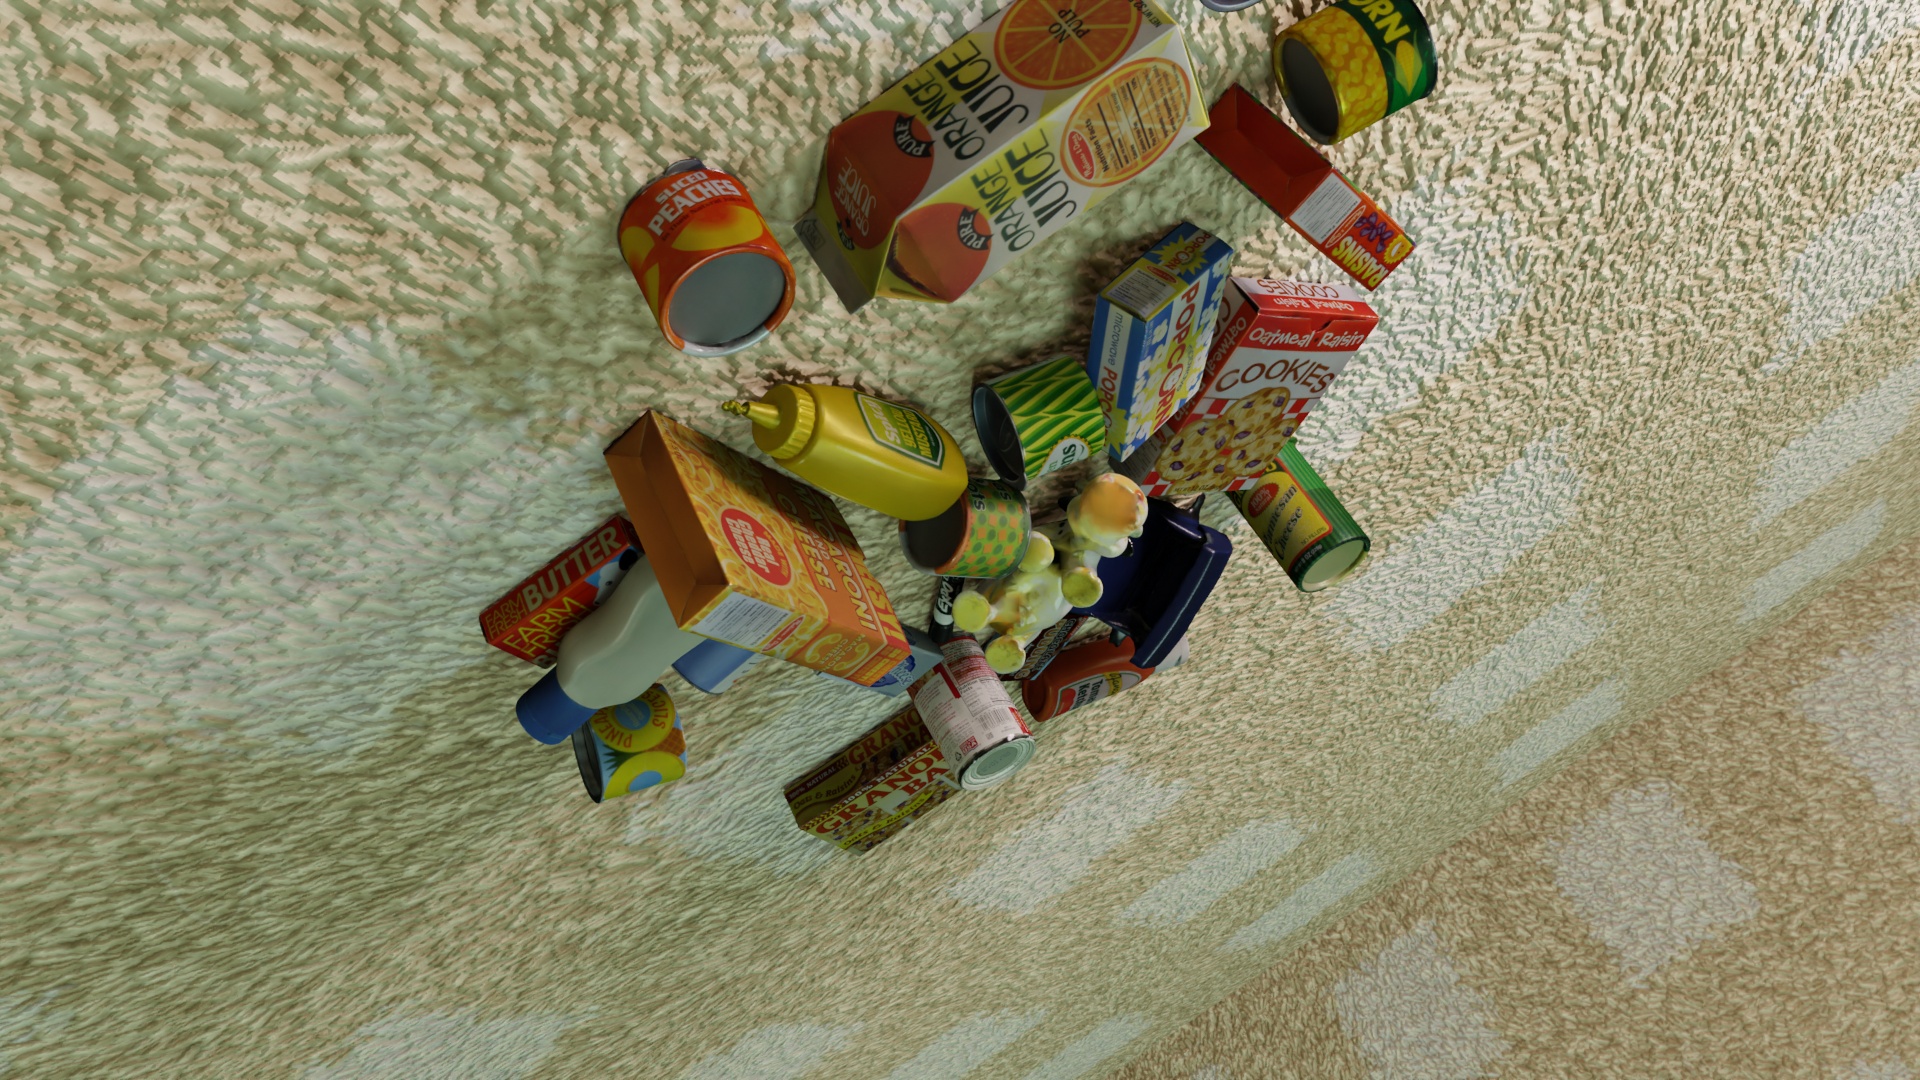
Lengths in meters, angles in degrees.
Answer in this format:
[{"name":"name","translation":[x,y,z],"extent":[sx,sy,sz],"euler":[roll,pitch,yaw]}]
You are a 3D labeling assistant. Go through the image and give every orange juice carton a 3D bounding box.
[{"name":"orange juice carton","translation":[0.013,-0.181,0.651],"extent":[0.192,0.072,0.073],"euler":[-34,149,4]}]

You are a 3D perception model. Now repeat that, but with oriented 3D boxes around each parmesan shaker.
[{"name":"parmesan shaker","translation":[0.259,-0.020,1.065],"extent":[0.071,0.103,0.071],"euler":[-22,147,-15]}]

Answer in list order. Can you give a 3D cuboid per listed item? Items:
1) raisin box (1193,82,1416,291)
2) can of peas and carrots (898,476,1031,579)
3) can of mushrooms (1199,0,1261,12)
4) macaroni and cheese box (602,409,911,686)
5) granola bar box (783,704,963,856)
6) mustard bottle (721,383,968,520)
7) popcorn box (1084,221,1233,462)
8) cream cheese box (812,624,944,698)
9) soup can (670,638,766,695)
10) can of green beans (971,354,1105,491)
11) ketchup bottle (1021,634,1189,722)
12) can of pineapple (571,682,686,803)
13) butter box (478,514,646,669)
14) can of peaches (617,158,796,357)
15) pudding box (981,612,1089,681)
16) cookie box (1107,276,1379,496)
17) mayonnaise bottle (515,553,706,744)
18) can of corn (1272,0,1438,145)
[{"name":"raisin box","translation":[0.194,-0.195,0.776],"extent":[0.040,0.086,0.123],"euler":[-49,145,18]},{"name":"can of peas and carrots","translation":[0.003,-0.011,0.893],"extent":[0.059,0.071,0.070],"euler":[5,134,-44]},{"name":"can of mushrooms","translation":[0.130,-0.285,0.644],"extent":[0.071,0.033,0.070],"euler":[-22,147,-15]},{"name":"macaroni and cheese box","translation":[-0.107,0.009,0.767],"extent":[0.040,0.124,0.166],"euler":[-40,148,16]},{"name":"granola bar box","translation":[-0.049,0.194,1.164],"extent":[0.165,0.039,0.124],"euler":[-34,150,4]},{"name":"mustard bottle","translation":[-0.065,-0.055,0.774],"extent":[0.160,0.065,0.048],"euler":[15,130,-46]},{"name":"popcorn box","translation":[0.115,-0.118,0.838],"extent":[0.085,0.038,0.126],"euler":[-43,156,-28]},{"name":"cream cheese box","translation":[-0.061,0.083,1.010],"extent":[0.053,0.024,0.103],"euler":[-41,148,15]},{"name":"soup can","translation":[-0.138,0.041,0.846],"extent":[0.083,0.071,0.071],"euler":[-40,148,12]},{"name":"can of green beans","translation":[0.047,-0.073,0.841],"extent":[0.058,0.071,0.071],"euler":[-21,148,-17]},{"name":"ketchup bottle","translation":[0.126,0.109,1.192],"extent":[0.149,0.044,0.064],"euler":[-16,146,-25]},{"name":"can of pineapple","translation":[-0.216,0.129,0.901],"extent":[0.058,0.071,0.070],"euler":[-13,145,-28]},{"name":"butter box","translation":[-0.219,0.031,0.799],"extent":[0.103,0.024,0.053],"euler":[-35,150,6]},{"name":"can of peaches","translation":[-0.115,-0.127,0.631],"extent":[0.071,0.058,0.071],"euler":[-22,148,-14]},{"name":"pudding box","translation":[0.058,0.075,1.096],"extent":[0.050,0.030,0.083],"euler":[3,135,-45]},{"name":"cookie box","translation":[0.193,-0.102,0.953],"extent":[0.123,0.040,0.166],"euler":[-5,140,-37]},{"name":"mayonnaise bottle","translation":[-0.194,0.061,0.798],"extent":[0.148,0.041,0.064],"euler":[-40,142,16]},{"name":"can of corn","translation":[0.205,-0.251,0.726],"extent":[0.058,0.071,0.071],"euler":[-29,149,-4]}]
